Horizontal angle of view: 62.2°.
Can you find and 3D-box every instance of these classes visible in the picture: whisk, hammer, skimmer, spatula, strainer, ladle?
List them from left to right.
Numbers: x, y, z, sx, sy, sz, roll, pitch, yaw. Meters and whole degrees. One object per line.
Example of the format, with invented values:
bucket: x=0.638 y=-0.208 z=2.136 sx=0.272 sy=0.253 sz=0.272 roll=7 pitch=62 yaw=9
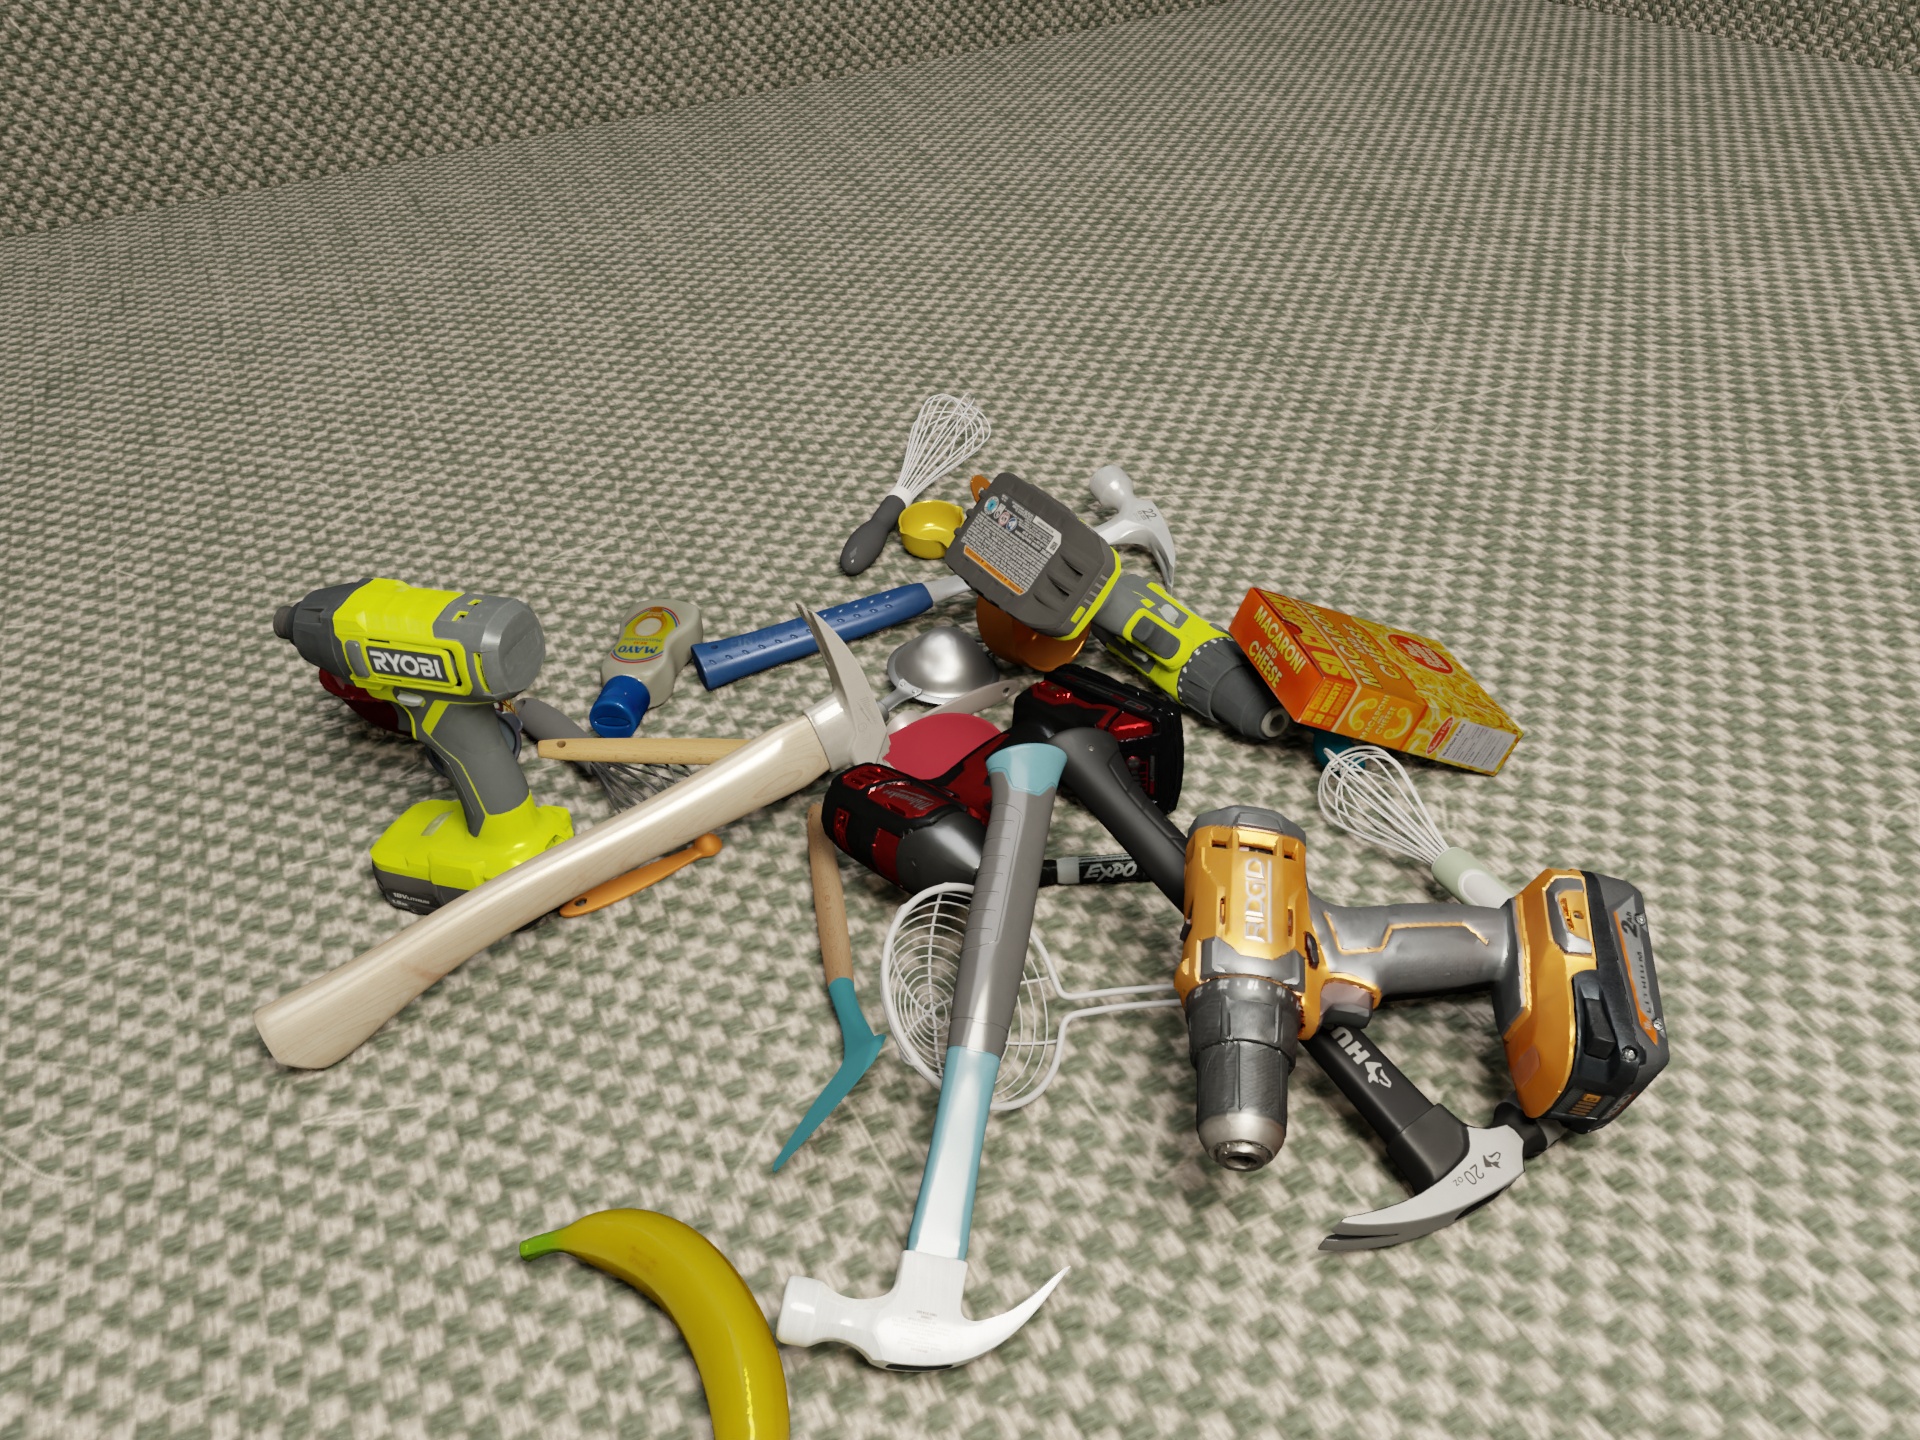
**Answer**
hammer: x=-0.231 y=0.078 z=0.969 sx=0.410 sy=0.146 sz=0.038 roll=-29 pitch=26 yaw=-17
whisk: x=-0.257 y=0.026 z=1.132 sx=0.055 sy=0.055 sz=0.239 roll=-30 pitch=38 yaw=-31
ladle: x=-0.124 y=0.023 z=1.077 sx=0.315 sy=0.031 sz=0.069 roll=1 pitch=52 yaw=-14
spatula: x=-0.081 y=0.136 z=0.947 sx=0.044 sy=0.082 sz=0.318 roll=31 pitch=21 yaw=-25
strainer: x=-0.055 y=-0.010 z=1.163 sx=0.087 sy=0.050 sz=0.258 roll=29 pitch=50 yaw=28
whisk: x=-0.043 y=-0.216 z=1.444 sx=0.070 sy=0.070 sz=0.285 roll=9 pitch=43 yaw=20
hammer: x=-0.015 y=-0.101 z=1.276 sx=0.405 sy=0.035 sz=0.144 roll=-20 pitch=49 yaw=-15
hammer: x=0.008 y=0.156 z=0.806 sx=0.128 sy=0.033 sz=0.331 roll=14 pitch=60 yaw=-2
skimmer: x=0.139 y=0.141 z=0.874 sx=0.363 sy=0.090 sz=0.127 roll=-4 pitch=62 yaw=-2
hammer: x=0.152 y=0.126 z=0.846 sx=0.146 sy=0.035 sz=0.335 roll=-25 pitch=60 yaw=-29
whisk: x=0.288 y=0.082 z=0.955 sx=0.058 sy=0.059 sz=0.247 roll=-44 pitch=34 yaw=4

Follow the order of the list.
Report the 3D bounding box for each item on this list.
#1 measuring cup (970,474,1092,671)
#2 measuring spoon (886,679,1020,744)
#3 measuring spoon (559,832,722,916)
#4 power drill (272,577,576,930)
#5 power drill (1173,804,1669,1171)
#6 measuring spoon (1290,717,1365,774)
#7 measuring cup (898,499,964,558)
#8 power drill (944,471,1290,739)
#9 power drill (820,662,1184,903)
measuring cup: x=0.035 y=-0.114 z=1.186 sx=0.052 sy=0.173 sz=0.095 roll=13 pitch=53 yaw=49
measuring spoon: x=-0.002 y=-0.004 z=1.155 sx=0.124 sy=0.034 sz=0.018 roll=-22 pitch=47 yaw=-30
measuring spoon: x=-0.210 y=0.100 z=1.047 sx=0.117 sy=0.011 sz=0.021 roll=-25 pitch=39 yaw=-25
power drill: x=-0.329 y=0.017 z=0.997 sx=0.171 sy=0.223 sz=0.080 roll=7 pitch=36 yaw=17
power drill: x=0.217 y=0.141 z=0.775 sx=0.226 sy=0.084 sz=0.186 roll=9 pitch=51 yaw=0
measuring spoon: x=0.233 y=0.007 z=1.111 sx=0.021 sy=0.042 sz=0.129 roll=-41 pitch=34 yaw=-6
measuring cup: x=0.001 y=-0.134 z=1.351 sx=0.062 sy=0.029 sz=0.157 roll=-24 pitch=51 yaw=-21
power drill: x=0.115 y=-0.070 z=1.101 sx=0.228 sy=0.080 sz=0.191 roll=27 pitch=11 yaw=-41
power drill: x=0.036 y=0.046 z=1.007 sx=0.219 sy=0.078 sz=0.143 roll=-25 pitch=35 yaw=-36
